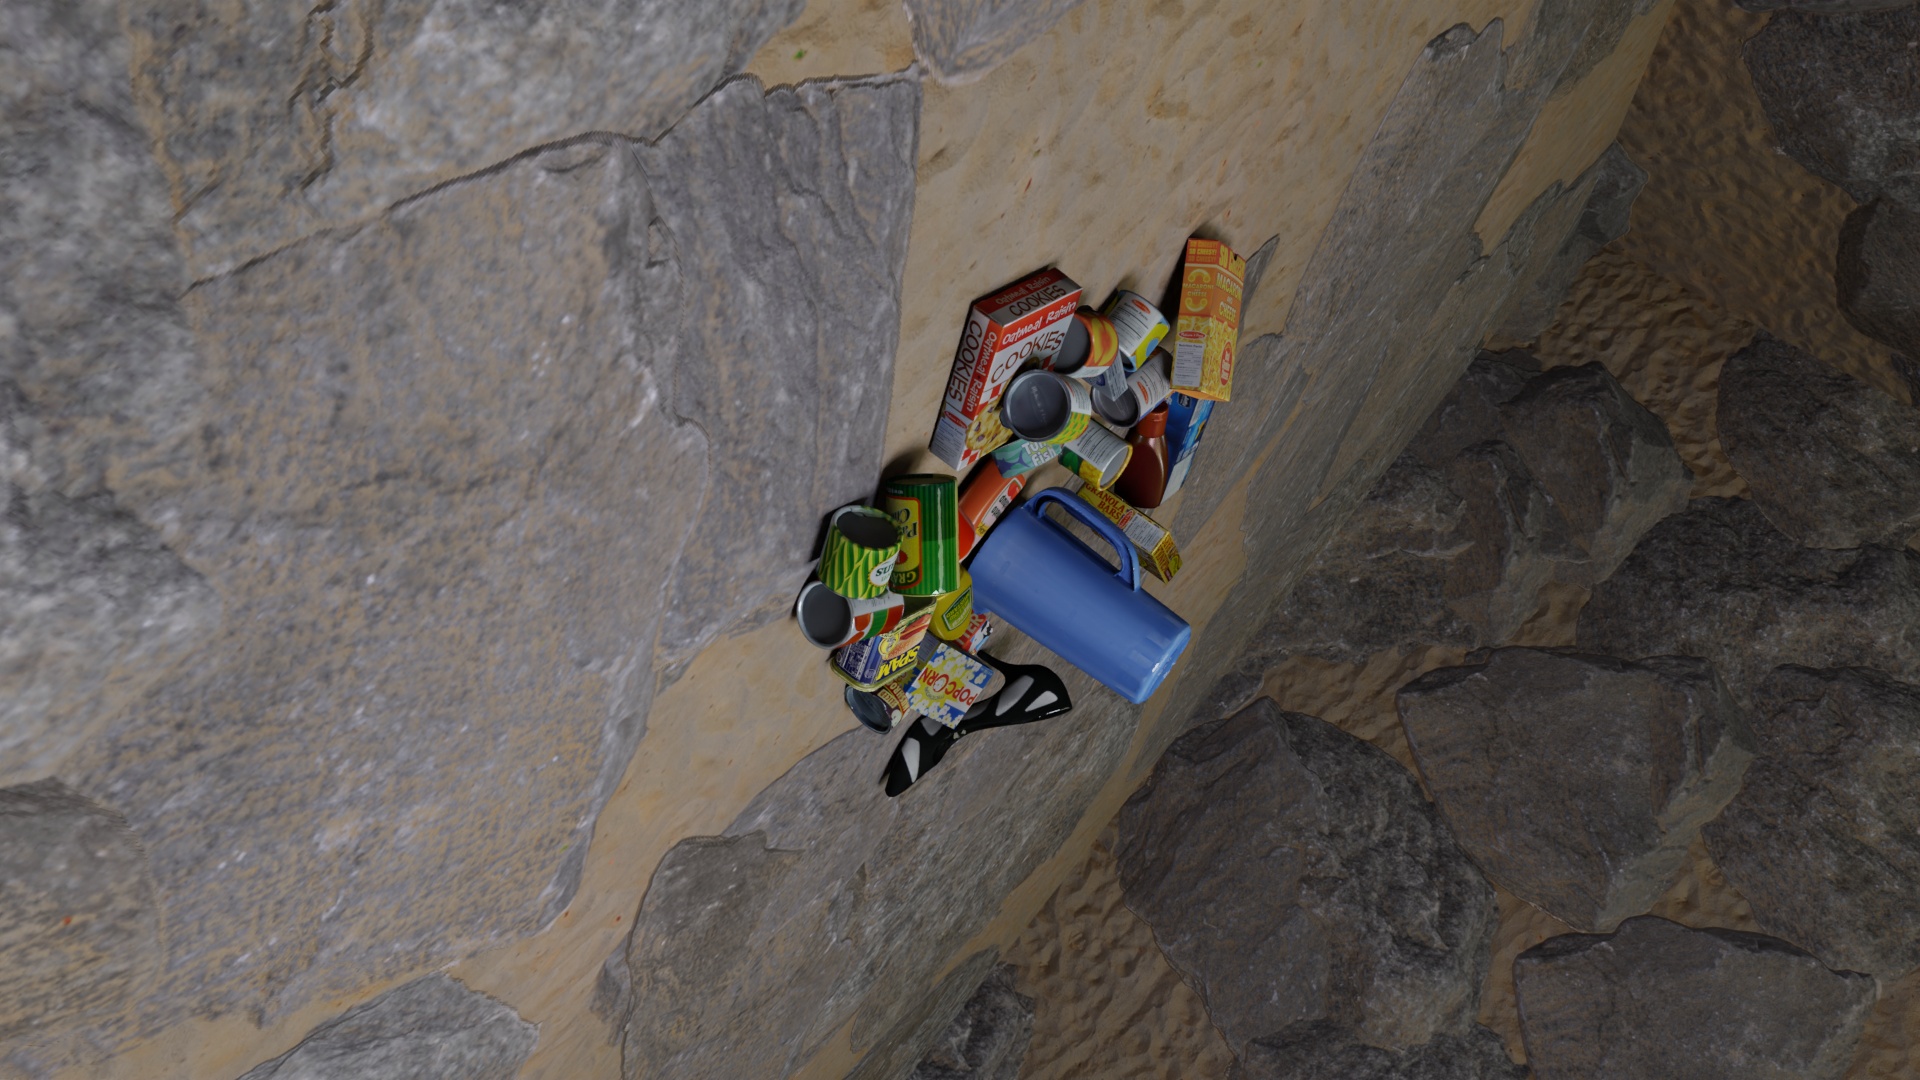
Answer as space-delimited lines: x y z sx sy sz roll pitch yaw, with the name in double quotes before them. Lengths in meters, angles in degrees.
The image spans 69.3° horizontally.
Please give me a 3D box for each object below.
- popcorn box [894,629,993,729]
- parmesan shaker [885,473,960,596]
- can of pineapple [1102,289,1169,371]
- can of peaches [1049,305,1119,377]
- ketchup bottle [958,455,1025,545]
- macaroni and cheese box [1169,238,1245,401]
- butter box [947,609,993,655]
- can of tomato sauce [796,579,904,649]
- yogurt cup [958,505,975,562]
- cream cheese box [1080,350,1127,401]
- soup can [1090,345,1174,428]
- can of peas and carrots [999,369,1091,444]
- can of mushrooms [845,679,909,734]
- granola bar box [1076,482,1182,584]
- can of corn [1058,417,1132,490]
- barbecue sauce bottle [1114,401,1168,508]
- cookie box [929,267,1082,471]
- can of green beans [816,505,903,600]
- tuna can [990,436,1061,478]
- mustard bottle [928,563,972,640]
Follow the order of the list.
"popcorn box" -0.025 0.160 1.598 0.085 0.038 0.126 -54 143 1
"parmesan shaker" -0.036 -0.007 1.273 0.071 0.071 0.102 -19 110 -56
"can of pineapple" 0.174 -0.216 1.442 0.058 0.071 0.071 -51 159 -6
"can of peaches" 0.112 -0.193 1.349 0.058 0.071 0.071 -15 136 -58
"ketchup bottle" 0.005 -0.018 1.424 0.149 0.043 0.064 -51 165 -5
"macaroni and cheese box" 0.281 -0.246 1.565 0.124 0.040 0.166 0 97 -65
"butter box" -0.003 0.132 1.667 0.103 0.024 0.053 -50 159 -10
"can of tomato sauce" -0.103 0.063 1.289 0.083 0.071 0.071 -13 135 -59
"yogurt cup" -0.024 -0.013 1.344 0.072 0.072 0.053 -48 151 -14
"cream cheese box" 0.142 -0.186 1.438 0.024 0.053 0.103 -49 159 -6
"soup can" 0.196 -0.174 1.560 0.084 0.071 0.071 -39 155 -35
"can of peas and carrots" 0.078 -0.121 1.275 0.070 0.071 0.059 -59 160 14
"can of mushrooms" -0.088 0.172 1.486 0.033 0.071 0.070 -40 155 -33
"granola bar box" 0.216 -0.011 1.769 0.039 0.124 0.165 -53 159 -3
"can of corn" 0.156 -0.098 1.599 0.071 0.058 0.070 -44 157 -24
"barbecue sauce bottle" 0.233 -0.110 1.745 0.044 0.065 0.147 -63 163 -47
"cookie box" 0.040 -0.159 1.285 0.123 0.040 0.166 -33 152 -43
"can of green beans" -0.089 0.010 1.234 0.071 0.071 0.057 -28 147 -48
"tuna can" 0.065 -0.089 1.367 0.071 0.033 0.071 -26 -172 4
"mustard bottle" -0.015 0.072 1.513 0.065 0.049 0.159 -46 158 -15
